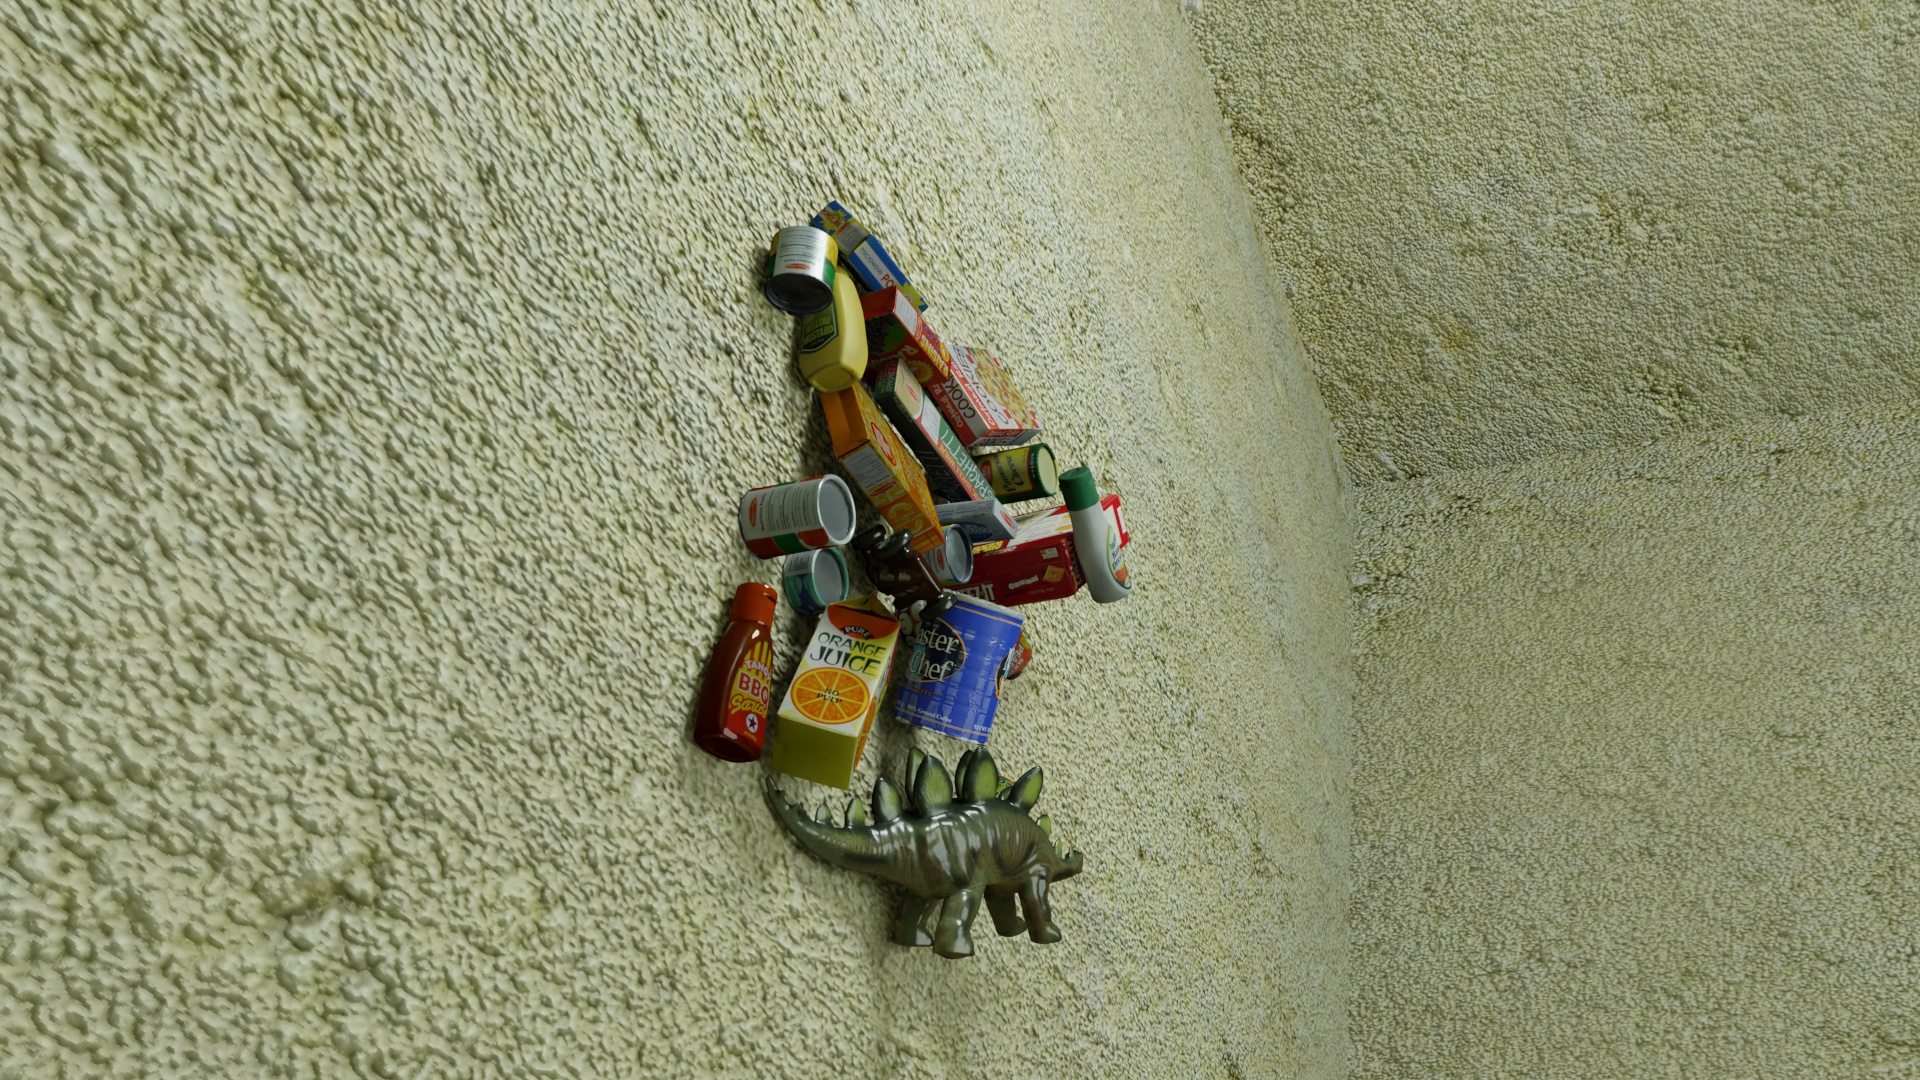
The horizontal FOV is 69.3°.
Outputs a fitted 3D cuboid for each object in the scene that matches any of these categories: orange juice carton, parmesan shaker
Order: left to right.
[{"bbox_3d":[-0.105,0.126,1.253,0.194,0.073,0.071,-70,173,-52],"label":"orange juice carton"},{"bbox_3d":[0.059,-0.080,1.662,0.071,0.103,0.071,33,52,-57],"label":"parmesan shaker"}]

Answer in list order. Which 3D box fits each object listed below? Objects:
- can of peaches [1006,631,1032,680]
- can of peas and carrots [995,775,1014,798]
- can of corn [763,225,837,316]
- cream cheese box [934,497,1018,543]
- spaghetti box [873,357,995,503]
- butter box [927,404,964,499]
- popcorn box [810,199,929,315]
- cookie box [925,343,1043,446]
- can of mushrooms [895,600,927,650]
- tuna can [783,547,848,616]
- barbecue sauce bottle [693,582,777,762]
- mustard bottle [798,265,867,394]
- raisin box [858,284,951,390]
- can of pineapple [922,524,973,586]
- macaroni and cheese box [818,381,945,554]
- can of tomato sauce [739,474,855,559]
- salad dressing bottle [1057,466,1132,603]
[{"bbox_3d":[0.042,0.120,1.597,0.058,0.071,0.071,61,31,-33],"label":"can of peaches"},{"bbox_3d":[0.032,0.295,1.517,0.059,0.071,0.071,-33,111,-63],"label":"can of peas and carrots"},{"bbox_3d":[-0.153,-0.259,1.339,0.071,0.071,0.058,42,44,-52],"label":"can of corn"},{"bbox_3d":[0.005,-0.019,1.532,0.053,0.103,0.024,50,43,-46],"label":"cream cheese box"},{"bbox_3d":[-0.024,-0.100,1.518,0.249,0.028,0.050,53,35,-46],"label":"spaghetti box"},{"bbox_3d":[-0.017,-0.100,1.606,0.053,0.024,0.104,24,59,-59],"label":"butter box"},{"bbox_3d":[-0.094,-0.287,1.449,0.085,0.038,0.126,47,0,41],"label":"popcorn box"},{"bbox_3d":[0.020,-0.169,1.635,0.123,0.040,0.168,57,23,10],"label":"cookie box"},{"bbox_3d":[-0.039,0.084,1.486,0.071,0.033,0.071,35,50,-57],"label":"can of mushrooms"},{"bbox_3d":[-0.134,0.039,1.307,0.071,0.033,0.071,33,52,-56],"label":"tuna can"},{"bbox_3d":[-0.184,0.108,1.169,0.064,0.043,0.149,46,41,-48],"label":"barbecue sauce bottle"},{"bbox_3d":[-0.129,-0.224,1.382,0.048,0.065,0.161,35,41,-49],"label":"mustard bottle"},{"bbox_3d":[-0.074,-0.206,1.455,0.123,0.086,0.040,47,39,-49],"label":"raisin box"},{"bbox_3d":[-0.025,0.018,1.509,0.071,0.058,0.071,32,53,-57],"label":"can of pineapple"},{"bbox_3d":[-0.080,-0.078,1.404,0.166,0.040,0.124,54,12,-44],"label":"macaroni and cheese box"},{"bbox_3d":[-0.145,-0.021,1.249,0.071,0.083,0.071,32,54,-57],"label":"can of tomato sauce"},{"bbox_3d":[0.144,-0.006,1.501,0.147,0.044,0.064,70,25,-16],"label":"salad dressing bottle"}]
